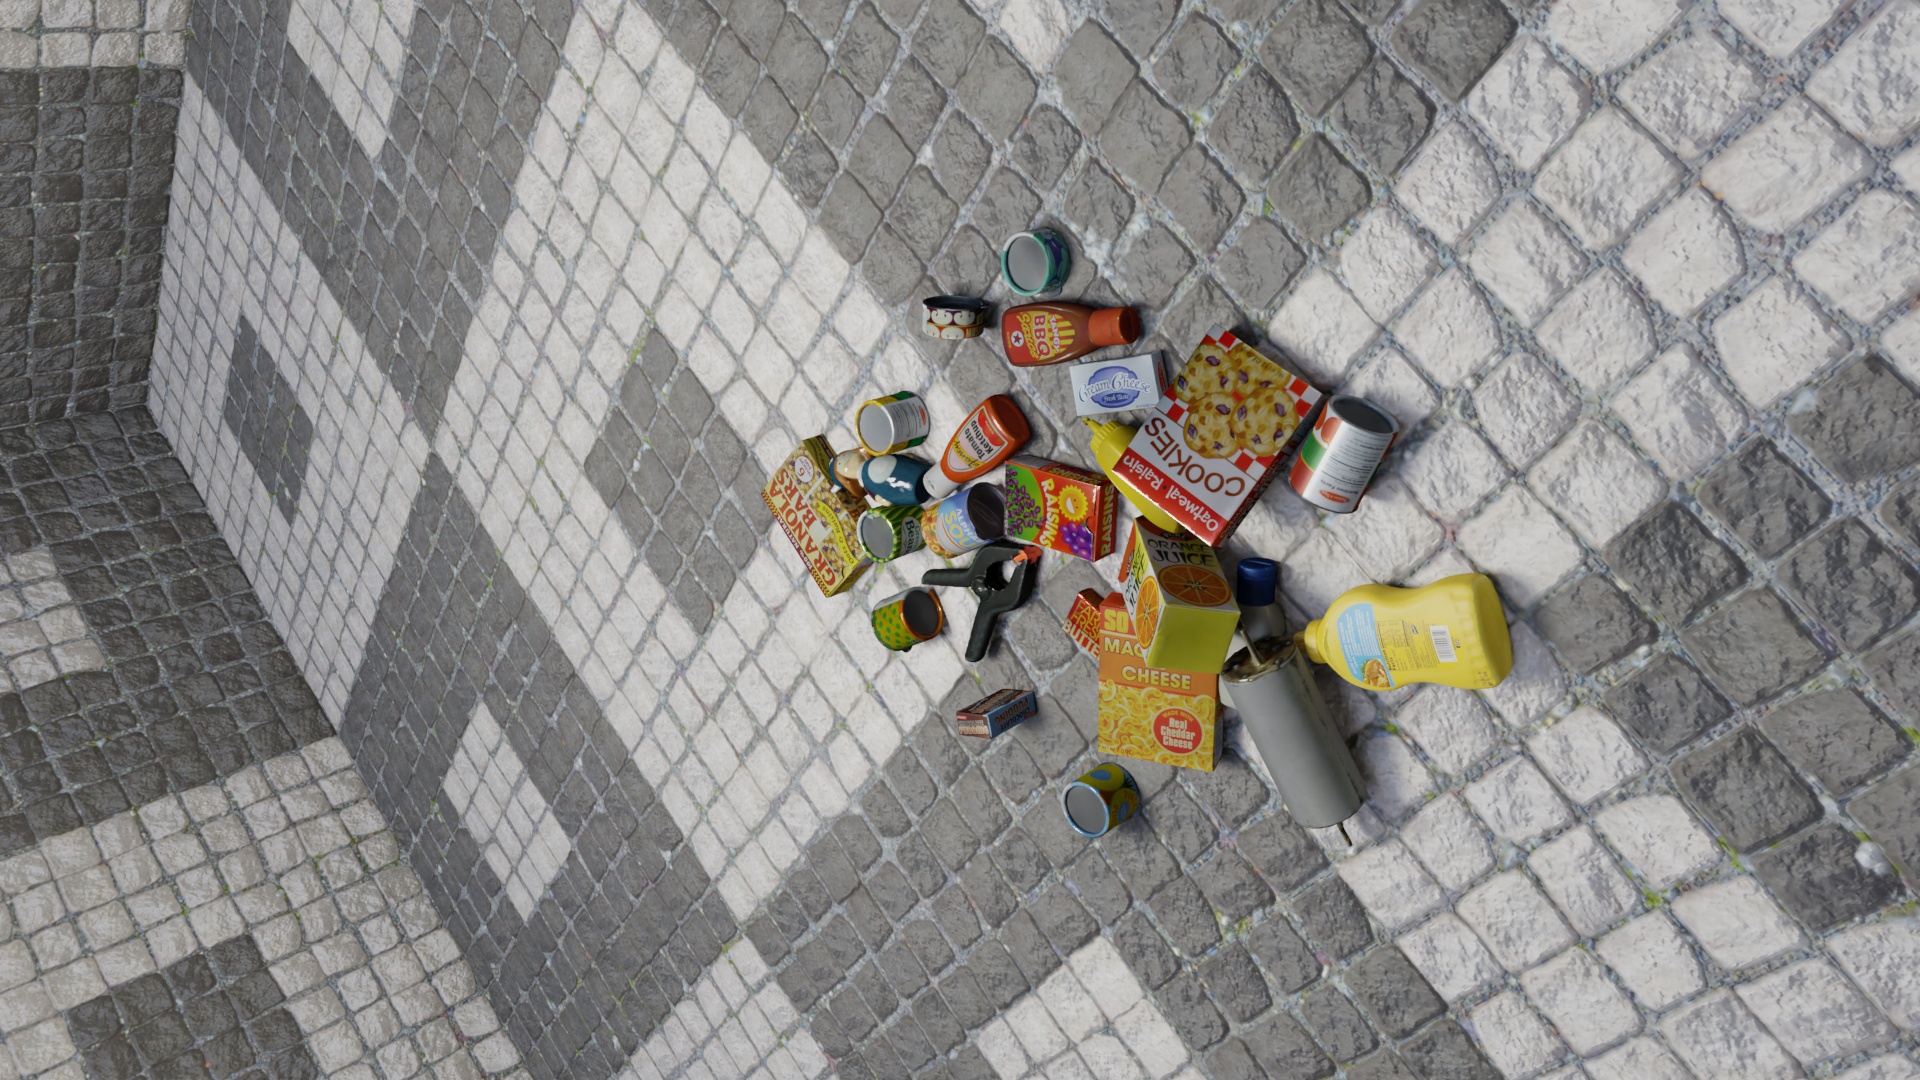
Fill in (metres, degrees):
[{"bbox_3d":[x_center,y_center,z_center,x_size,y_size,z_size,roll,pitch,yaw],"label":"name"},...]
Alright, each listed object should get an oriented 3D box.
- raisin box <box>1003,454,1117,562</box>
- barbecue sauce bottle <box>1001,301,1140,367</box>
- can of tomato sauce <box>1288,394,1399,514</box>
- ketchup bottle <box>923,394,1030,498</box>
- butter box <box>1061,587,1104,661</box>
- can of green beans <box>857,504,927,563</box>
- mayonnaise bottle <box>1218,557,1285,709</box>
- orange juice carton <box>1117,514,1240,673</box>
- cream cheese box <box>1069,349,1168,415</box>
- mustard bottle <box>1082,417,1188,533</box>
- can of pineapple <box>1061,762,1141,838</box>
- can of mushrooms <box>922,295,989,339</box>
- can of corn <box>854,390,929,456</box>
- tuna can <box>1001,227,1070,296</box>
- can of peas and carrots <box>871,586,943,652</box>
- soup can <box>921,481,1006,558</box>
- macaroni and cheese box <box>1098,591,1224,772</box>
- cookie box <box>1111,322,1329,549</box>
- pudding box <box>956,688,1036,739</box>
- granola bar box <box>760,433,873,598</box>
[{"bbox_3d":[0.104,-0.035,1.458,0.123,0.040,0.085,18,116,38],"label":"raisin box"},{"bbox_3d":[0.109,-0.209,1.386,0.148,0.044,0.064,2,105,43],"label":"barbecue sauce bottle"},{"bbox_3d":[0.332,-0.077,1.207,0.071,0.071,0.082,39,128,27],"label":"can of tomato sauce"},{"bbox_3d":[0.013,-0.097,1.520,0.148,0.044,0.065,-41,76,44],"label":"ketchup bottle"},{"bbox_3d":[0.157,0.102,1.468,0.104,0.024,0.052,42,128,25],"label":"butter box"},{"bbox_3d":[-0.079,-0.012,1.628,0.071,0.058,0.071,17,116,39],"label":"can of green beans"},{"bbox_3d":[0.283,0.091,1.333,0.065,0.041,0.147,11,111,34],"label":"mayonnaise bottle"},{"bbox_3d":[0.201,0.040,1.326,0.193,0.073,0.071,-99,17,-58],"label":"orange juice carton"},{"bbox_3d":[0.158,-0.155,1.374,0.103,0.024,0.053,-3,101,44],"label":"cream cheese box"},{"bbox_3d":[0.174,-0.074,1.360,0.160,0.065,0.048,44,134,25],"label":"mustard bottle"},{"bbox_3d":[0.154,0.284,1.513,0.071,0.058,0.070,17,116,39],"label":"can of pineapple"},{"bbox_3d":[-0.005,-0.237,1.471,0.071,0.071,0.033,20,118,38],"label":"can of mushrooms"},{"bbox_3d":[-0.080,-0.132,1.585,0.071,0.058,0.071,17,116,39],"label":"can of corn"},{"bbox_3d":[0.076,-0.278,1.401,0.071,0.033,0.070,17,116,39],"label":"tuna can"},{"bbox_3d":[-0.061,0.095,1.645,0.058,0.071,0.071,-25,88,45],"label":"can of peas and carrots"},{"bbox_3d":[0.005,-0.019,1.535,0.083,0.071,0.071,-24,88,46],"label":"soup can"},{"bbox_3d":[0.203,0.143,1.404,0.124,0.040,0.165,7,111,23],"label":"macaroni and cheese box"},{"bbox_3d":[0.235,-0.094,1.266,0.123,0.040,0.167,40,103,26],"label":"cookie box"},{"bbox_3d":[0.041,0.196,1.570,0.049,0.084,0.030,0,105,44],"label":"pudding box"},{"bbox_3d":[-0.169,-0.029,1.722,0.166,0.039,0.123,57,135,13],"label":"granola bar box"}]
